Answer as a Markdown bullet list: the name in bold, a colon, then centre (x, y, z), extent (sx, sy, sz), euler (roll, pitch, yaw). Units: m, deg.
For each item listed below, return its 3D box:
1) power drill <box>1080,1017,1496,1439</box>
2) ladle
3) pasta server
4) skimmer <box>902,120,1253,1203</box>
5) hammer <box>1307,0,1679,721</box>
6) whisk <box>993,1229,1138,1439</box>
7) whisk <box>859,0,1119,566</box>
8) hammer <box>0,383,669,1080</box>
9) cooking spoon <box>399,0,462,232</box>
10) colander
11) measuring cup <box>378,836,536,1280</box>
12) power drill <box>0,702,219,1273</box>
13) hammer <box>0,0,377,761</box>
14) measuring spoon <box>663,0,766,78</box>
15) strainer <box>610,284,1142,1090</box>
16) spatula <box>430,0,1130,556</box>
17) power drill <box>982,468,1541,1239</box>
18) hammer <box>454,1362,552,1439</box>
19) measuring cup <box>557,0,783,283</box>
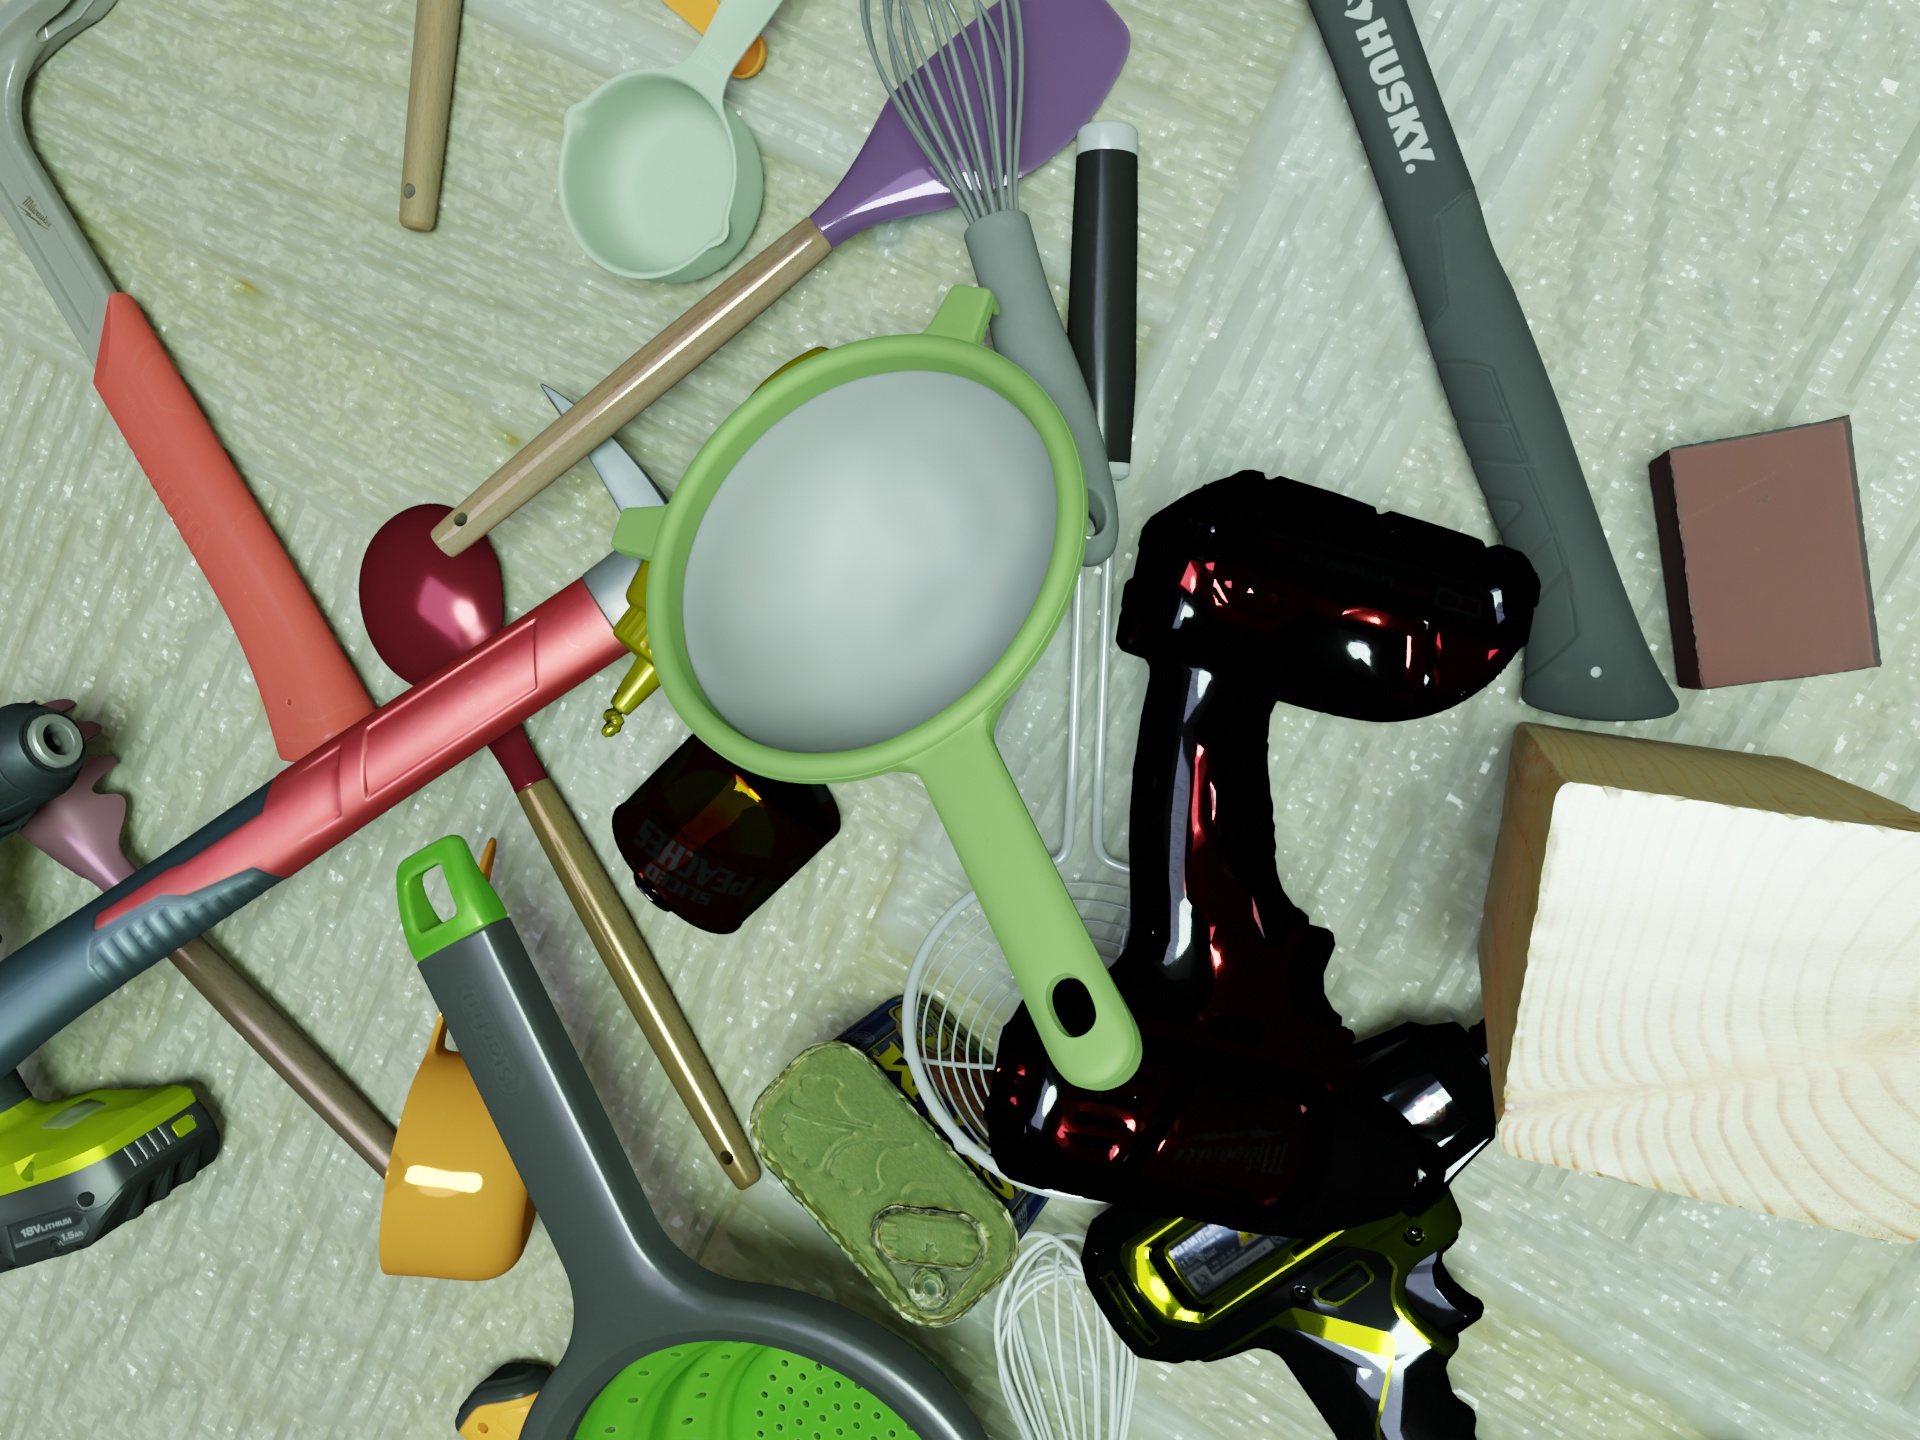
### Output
- **power drill**: centre (0.170, 0.220, 0.531), extent (0.171, 0.080, 0.223), euler (-39, 79, 16)
- **ladle**: centre (-0.163, 0.050, 0.649), extent (0.069, 0.031, 0.315), euler (-31, 86, 16)
- **pasta server**: centre (-0.328, 0.108, 0.704), extent (0.316, 0.040, 0.060), euler (43, 104, 6)
- **skimmer**: centre (0.047, -0.027, 0.544), extent (0.127, 0.090, 0.363), euler (2, 93, 2)
- **hammer**: centre (0.168, -0.157, 0.529), extent (0.146, 0.035, 0.335), euler (-20, 88, 18)
- **whisk**: centre (0.049, 0.309, 0.592), extent (0.059, 0.057, 0.246), euler (-2, 97, 53)
- **whisk**: centre (0.015, -0.165, 0.537), extent (0.055, 0.055, 0.239), euler (-17, 81, 17)
- **hammer**: centre (-0.270, 0.028, 0.615), extent (0.386, 0.038, 0.143), euler (-34, 85, -1)
- **cooking spoon**: centre (-0.202, -0.358, 0.638), extent (0.069, 0.017, 0.319), euler (9, 96, 17)
- **colander**: centre (-0.092, 0.219, 0.590), extent (0.204, 0.094, 0.397), euler (-27, 87, 20)
- **measuring cup**: centre (-0.186, 0.136, 0.639), extent (0.052, 0.095, 0.174), euler (11, 79, -6)
- **power drill**: centre (-0.415, 0.111, 0.679), extent (0.190, 0.080, 0.228), euler (-19, 97, 20)
- **hammer**: centre (-0.342, -0.140, 0.686), extent (0.149, 0.036, 0.359), euler (-35, 83, 16)
- **measuring spoon**: centre (-0.113, -0.292, 0.621), extent (0.117, 0.011, 0.021), euler (49, 118, 12)
- **strainer**: centre (-0.001, -0.002, 0.488), extent (0.151, 0.069, 0.257), euler (-32, 62, 11)
- **spatula**: centre (-0.070, -0.161, 0.585), extent (0.316, 0.018, 0.060), euler (-37, 82, 4)
- **power drill**: centre (0.099, 0.047, 0.494), extent (0.143, 0.078, 0.220), euler (15, 83, -10)
- **hammer**: centre (-0.084, 0.396, 0.641), extent (0.337, 0.034, 0.127), euler (42, 103, 11)
- **measuring cup**: centre (-0.086, -0.240, 0.597), extent (0.083, 0.038, 0.167), euler (40, 105, 11)
